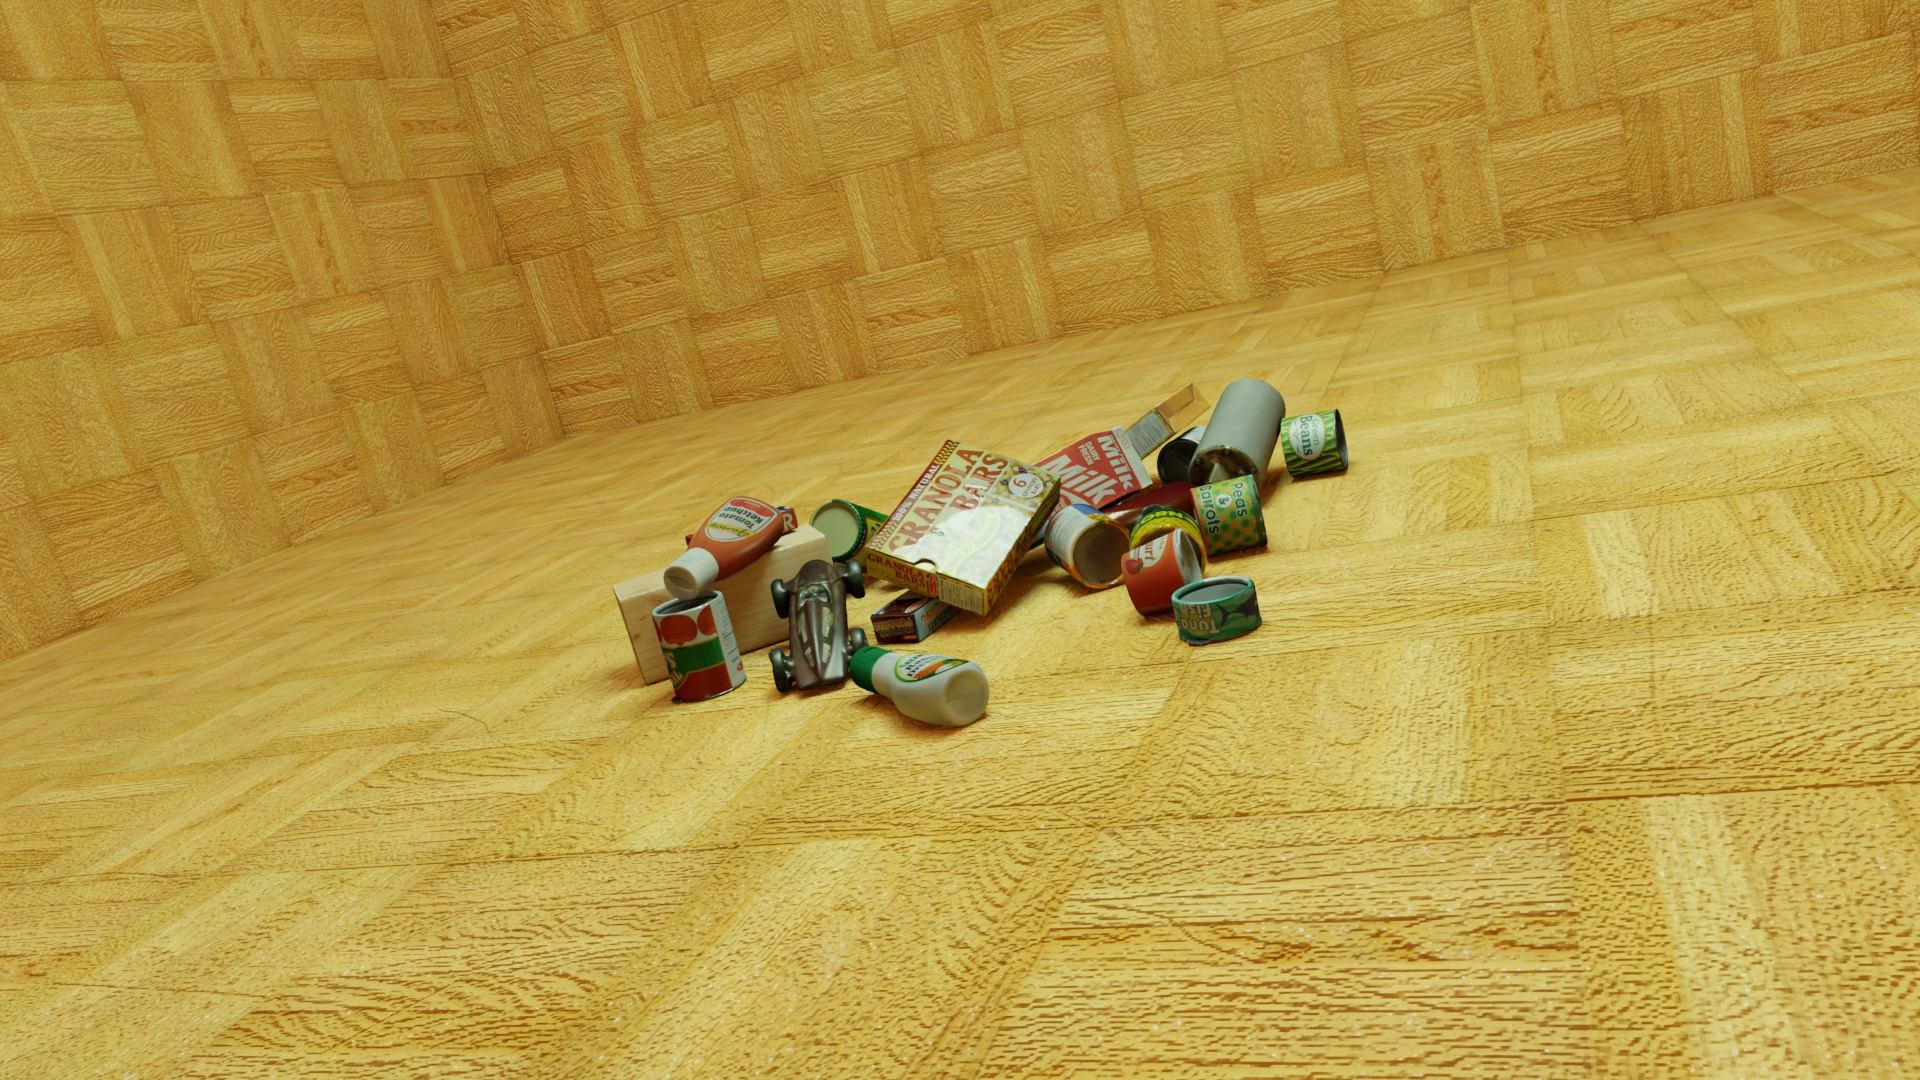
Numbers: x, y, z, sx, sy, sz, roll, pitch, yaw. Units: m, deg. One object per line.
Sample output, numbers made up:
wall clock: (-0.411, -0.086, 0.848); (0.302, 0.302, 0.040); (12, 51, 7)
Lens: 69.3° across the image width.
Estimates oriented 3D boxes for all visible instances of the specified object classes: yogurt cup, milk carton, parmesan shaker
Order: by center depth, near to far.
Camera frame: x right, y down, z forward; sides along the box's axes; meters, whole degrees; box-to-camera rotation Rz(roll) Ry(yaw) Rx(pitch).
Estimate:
yogurt cup: (0.168, 0.030, 1.155); (0.054, 0.072, 0.072); (-18, 11, 19)
milk carton: (0.098, -0.046, 1.410); (0.191, 0.072, 0.073); (-27, -7, -10)
parmesan shaker: (-0.112, -0.001, 1.487); (0.071, 0.071, 0.103); (-9, -11, 22)

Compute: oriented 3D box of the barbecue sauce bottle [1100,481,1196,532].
barbecue sauce bottle: (0.169, -0.017, 1.388); (0.149, 0.043, 0.065); (-21, 10, -25)

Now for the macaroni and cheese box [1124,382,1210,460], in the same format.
macaroni and cheese box: (0.194, -0.107, 1.585); (0.165, 0.040, 0.124); (-38, -2, 34)

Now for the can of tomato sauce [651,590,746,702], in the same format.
can of tomato sauce: (-0.238, 0.095, 1.254); (0.071, 0.083, 0.071); (-13, 13, 3)

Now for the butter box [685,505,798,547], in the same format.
butter box: (-0.221, -0.009, 1.403); (0.104, 0.024, 0.053); (-21, 13, -29)

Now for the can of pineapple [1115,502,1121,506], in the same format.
can of pineapple: (0.135, -0.046, 1.496); (0.058, 0.071, 0.071); (-4, 16, 34)

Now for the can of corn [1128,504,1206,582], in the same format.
can of corn: (0.179, 0.008, 1.212); (0.071, 0.071, 0.058); (-12, 14, 9)

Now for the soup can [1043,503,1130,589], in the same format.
soup can: (0.123, 0.006, 1.296); (0.071, 0.071, 0.084); (-16, 14, -8)

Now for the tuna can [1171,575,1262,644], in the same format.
tuna can: (0.199, 0.054, 1.086); (0.071, 0.032, 0.071); (-13, 13, 3)

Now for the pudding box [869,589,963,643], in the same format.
pudding box: (-0.040, 0.066, 1.286); (0.049, 0.030, 0.084); (-4, 16, 32)

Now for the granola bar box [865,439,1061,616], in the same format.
granola bar box: (0.005, -0.016, 1.303); (0.124, 0.038, 0.166); (19, 50, 20)

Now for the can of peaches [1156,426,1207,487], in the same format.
can of peaches: (0.258, -0.087, 1.540); (0.071, 0.071, 0.058); (-5, 16, 34)

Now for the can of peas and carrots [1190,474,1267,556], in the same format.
can of peas and carrots: (0.246, -0.023, 1.277); (0.059, 0.070, 0.071); (-13, 13, 8)

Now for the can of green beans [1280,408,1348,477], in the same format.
can of green beans: (0.377, -0.103, 1.478); (0.058, 0.071, 0.071); (-9, 14, 23)

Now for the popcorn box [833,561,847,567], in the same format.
popcorn box: (-0.180, 0.018, 1.612); (0.127, 0.038, 0.085); (-14, 12, 2)

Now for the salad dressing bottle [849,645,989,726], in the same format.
salad dressing bottle: (-0.036, 0.109, 1.076); (0.064, 0.044, 0.147); (-20, 14, -31)

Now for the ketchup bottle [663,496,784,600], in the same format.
ketchup bottle: (-0.224, 0.008, 1.298); (0.065, 0.043, 0.149); (19, 30, 12)
